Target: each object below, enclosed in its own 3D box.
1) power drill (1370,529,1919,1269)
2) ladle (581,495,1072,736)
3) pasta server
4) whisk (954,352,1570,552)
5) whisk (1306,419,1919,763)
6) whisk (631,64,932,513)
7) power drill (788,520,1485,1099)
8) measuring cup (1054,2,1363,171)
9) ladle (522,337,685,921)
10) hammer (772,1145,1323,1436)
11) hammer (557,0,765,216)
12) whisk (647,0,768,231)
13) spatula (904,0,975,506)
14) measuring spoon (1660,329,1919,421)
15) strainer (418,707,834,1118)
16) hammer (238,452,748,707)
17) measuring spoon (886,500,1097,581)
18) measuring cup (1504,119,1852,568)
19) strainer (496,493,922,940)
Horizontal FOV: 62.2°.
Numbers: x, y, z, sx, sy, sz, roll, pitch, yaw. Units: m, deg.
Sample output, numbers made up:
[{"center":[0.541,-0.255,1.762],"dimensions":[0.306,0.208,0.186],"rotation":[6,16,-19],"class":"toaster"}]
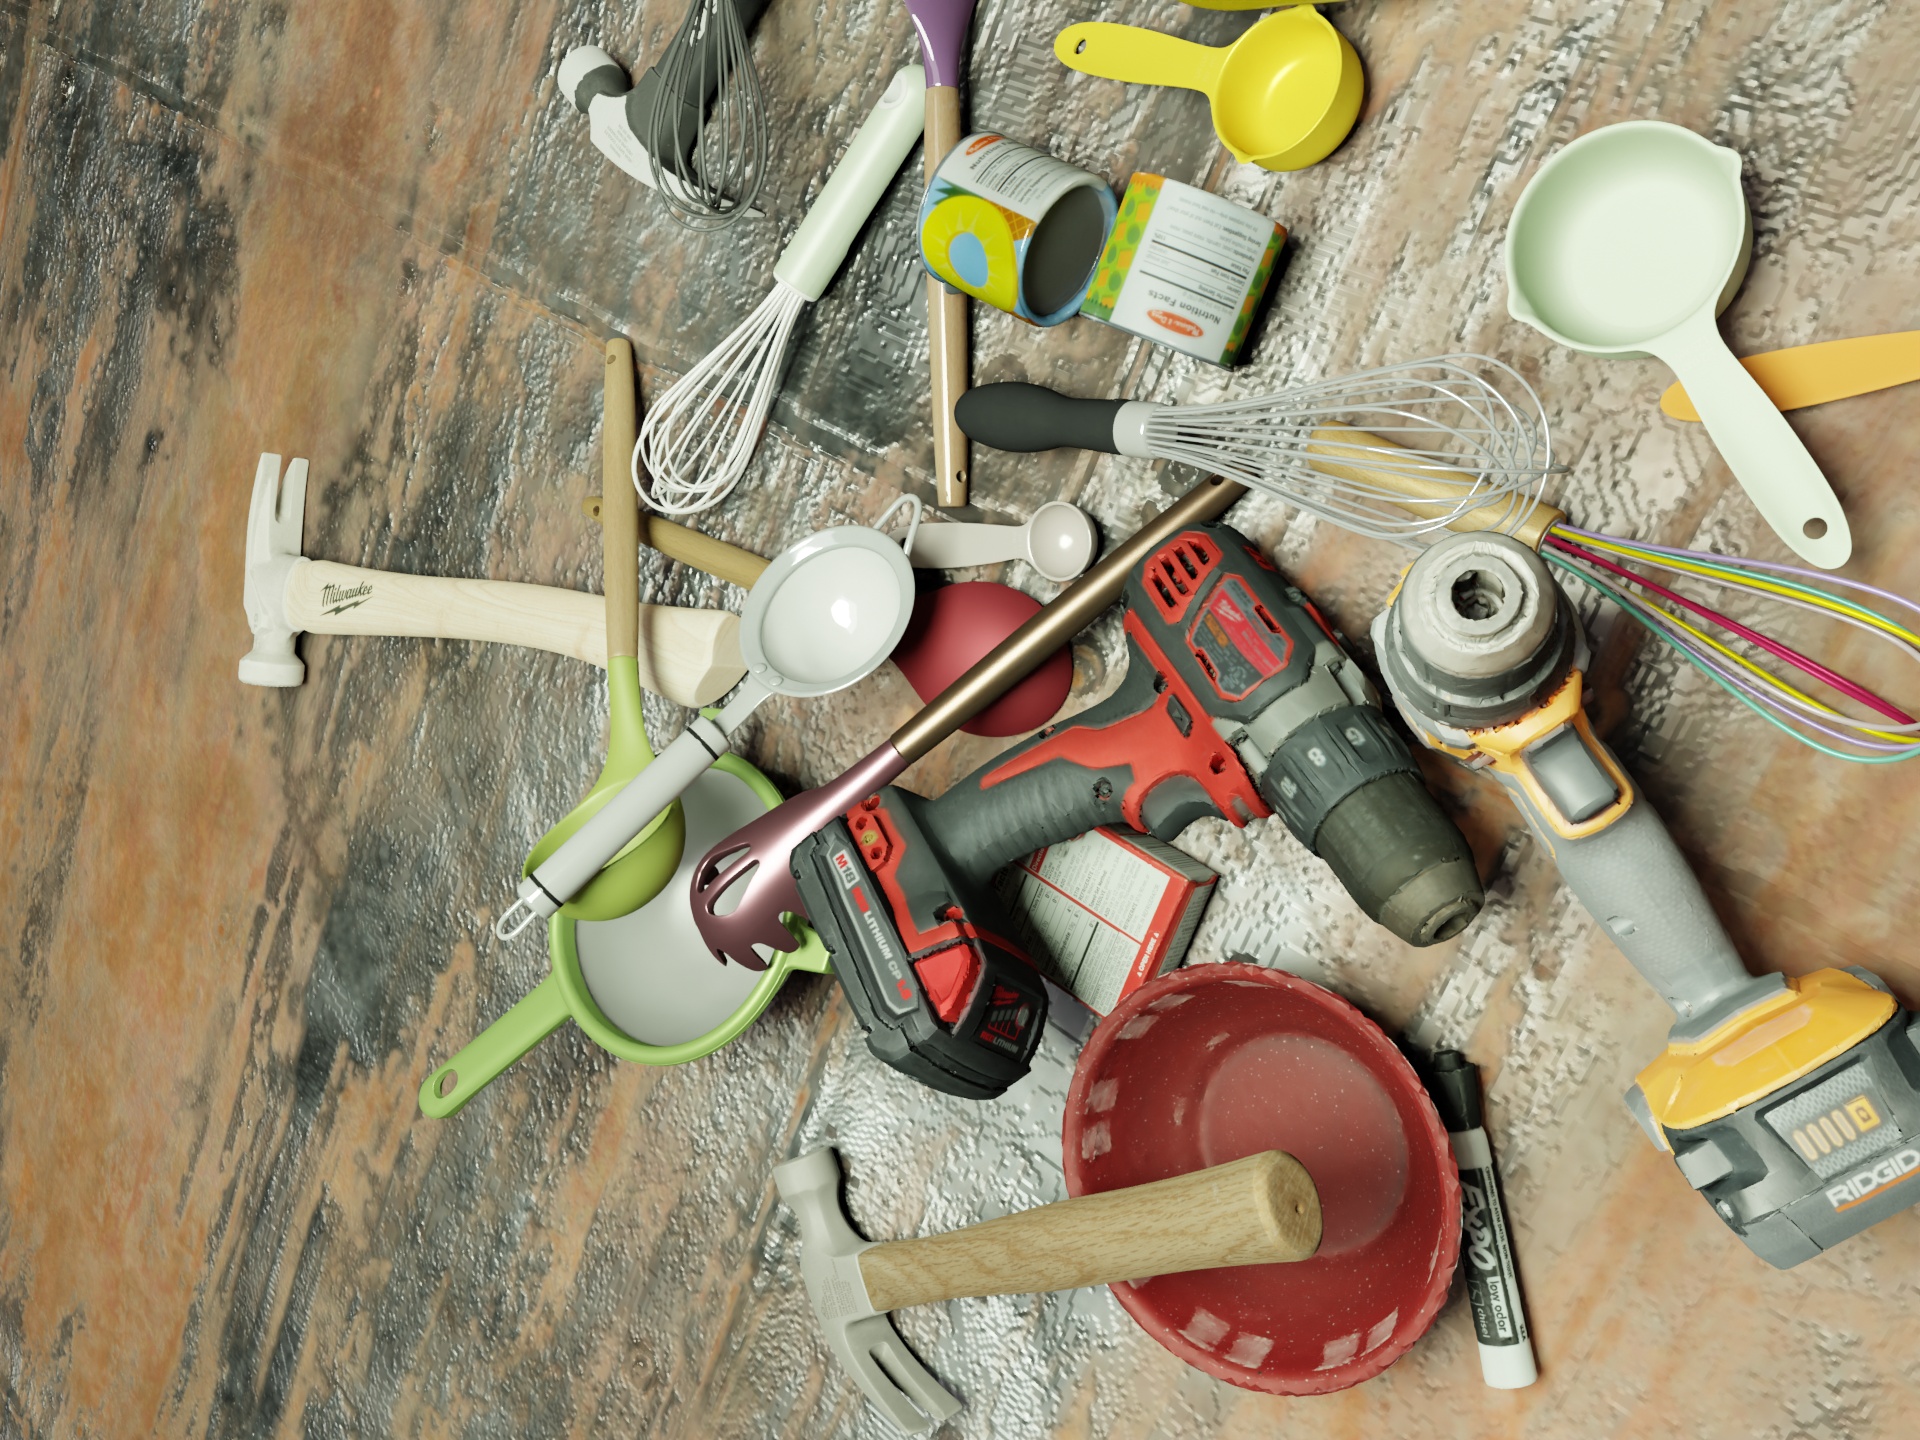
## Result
[{"center":[0.203,0.042,0.480],"dimensions":[0.084,0.185,0.226],"rotation":[-34,74,11],"class":"power drill"},{"center":[-0.081,-0.065,0.772],"dimensions":[0.316,0.031,0.069],"rotation":[23,105,34],"class":"ladle"},{"center":[-0.001,-0.002,0.675],"dimensions":[0.316,0.040,0.060],"rotation":[-39,60,11],"class":"pasta server"},{"center":[0.096,-0.109,0.609],"dimensions":[0.285,0.070,0.070],"rotation":[17,101,46],"class":"whisk"},{"center":[0.223,-0.051,0.552],"dimensions":[0.245,0.047,0.051],"rotation":[33,97,34],"class":"whisk"},{"center":[-0.082,-0.200,0.758],"dimensions":[0.246,0.059,0.058],"rotation":[-54,43,18],"class":"whisk"},{"center":[0.063,0.051,0.598],"dimensions":[0.226,0.080,0.188],"rotation":[-38,54,11],"class":"power drill"},{"center":[0.098,-0.262,0.647],"dimensions":[0.157,0.029,0.062],"rotation":[34,108,42],"class":"measuring cup"},{"center":[-0.172,-0.057,0.773],"dimensions":[0.078,0.062,0.320],"rotation":[-15,66,21],"class":"ladle"},{"center":[0.023,0.218,0.644],"dimensions":[0.331,0.031,0.130],"rotation":[-34,73,51],"class":"hammer"},{"center":[-0.071,-0.397,0.750],"dimensions":[0.334,0.035,0.146],"rotation":[-50,64,25],"class":"hammer"},{"center":[-0.115,-0.344,0.735],"dimensions":[0.055,0.055,0.239],"rotation":[-2,84,35],"class":"whisk"},{"center":[-0.009,-0.254,0.706],"dimensions":[0.018,0.059,0.316],"rotation":[6,100,52],"class":"spatula"},{"center":[0.291,-0.114,0.520],"dimensions":[0.117,0.011,0.021],"rotation":[-5,82,38],"class":"measuring spoon"},{"center":[-0.161,0.124,0.787],"dimensions":[0.256,0.069,0.152],"rotation":[-39,60,17],"class":"strainer"},{"center":[-0.280,-0.072,0.905],"dimensions":[0.411,0.038,0.146],"rotation":[8,95,34],"class":"hammer"},{"center":[0.013,-0.080,0.715],"dimensions":[0.124,0.018,0.034],"rotation":[4,100,42],"class":"measuring spoon"},{"center":[0.249,-0.122,0.533],"dimensions":[0.083,0.038,0.168],"rotation":[-35,74,31],"class":"measuring cup"},{"center":[-0.103,0.002,0.692],"dimensions":[0.258,0.050,0.087],"rotation":[-44,54,-10],"class":"strainer"}]
